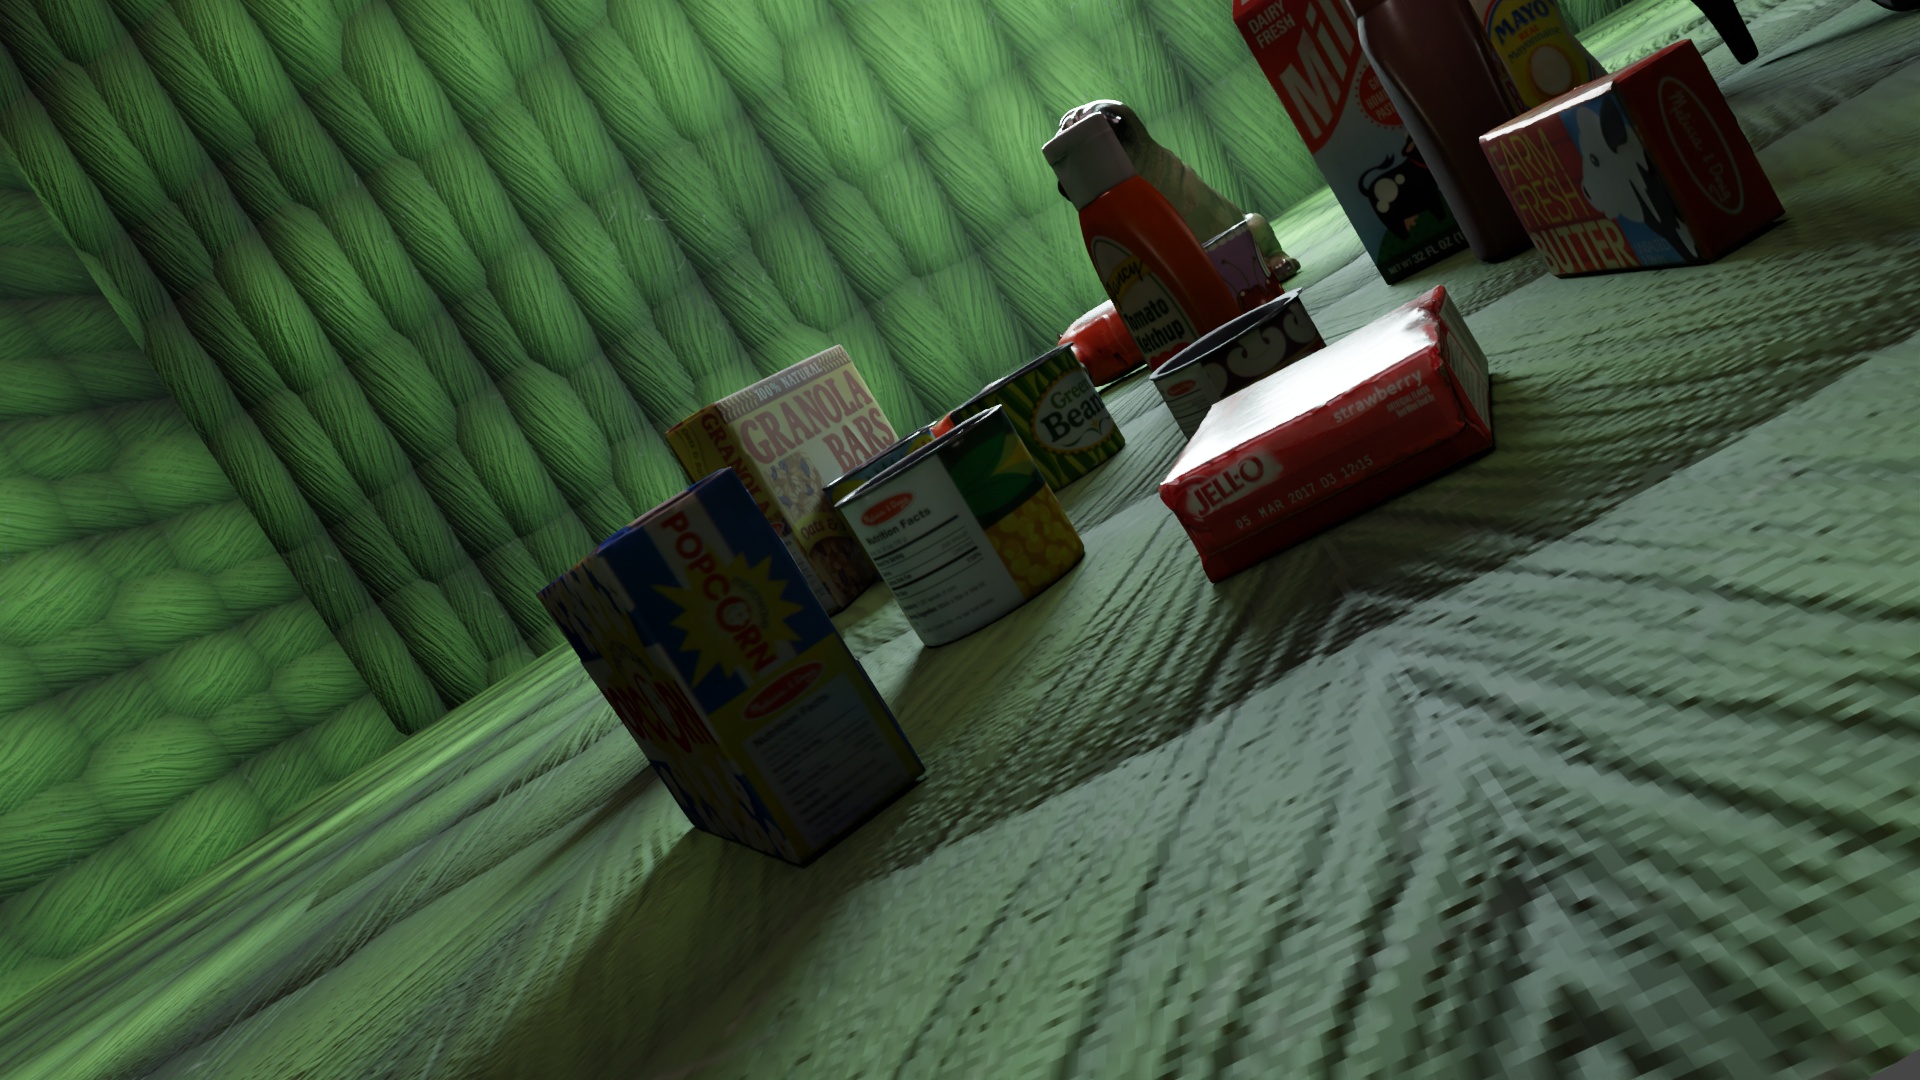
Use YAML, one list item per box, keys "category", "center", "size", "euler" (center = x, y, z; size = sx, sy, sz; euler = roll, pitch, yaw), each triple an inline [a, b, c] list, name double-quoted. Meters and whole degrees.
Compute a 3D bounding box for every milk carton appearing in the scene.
- category: "milk carton"
  center: [0.199, -0.228, 0.663]
  size: [0.072, 0.190, 0.074]
  euler: [-25, 9, 47]

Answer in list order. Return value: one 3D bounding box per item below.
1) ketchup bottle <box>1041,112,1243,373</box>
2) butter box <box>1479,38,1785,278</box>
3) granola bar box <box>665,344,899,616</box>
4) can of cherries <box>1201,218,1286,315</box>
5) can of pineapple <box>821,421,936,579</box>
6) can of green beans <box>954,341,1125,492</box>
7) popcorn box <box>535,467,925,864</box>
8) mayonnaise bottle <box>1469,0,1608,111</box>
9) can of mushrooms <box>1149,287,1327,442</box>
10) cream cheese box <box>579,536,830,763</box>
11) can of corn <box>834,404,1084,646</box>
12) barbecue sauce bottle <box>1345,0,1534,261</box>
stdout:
- category: "ketchup bottle"
  center: [0.096, -0.149, 0.723]
  size: [0.044, 0.148, 0.064]
  euler: [-34, 7, -26]
- category: "butter box"
  center: [0.186, -0.105, 0.397]
  size: [0.024, 0.053, 0.103]
  euler: [-31, 6, 6]
- category: "granola bar box"
  center: [-0.081, -0.034, 0.776]
  size: [0.039, 0.124, 0.166]
  euler: [-29, 7, 25]
- category: "can of cherries"
  center: [0.181, -0.177, 0.946]
  size: [0.071, 0.058, 0.071]
  euler: [-31, 6, 4]
- category: "can of pineapple"
  center: [-0.029, -0.021, 0.732]
  size: [0.071, 0.058, 0.071]
  euler: [-31, 6, 4]
- category: "can of green beans"
  center: [0.040, -0.057, 0.689]
  size: [0.071, 0.058, 0.071]
  euler: [-31, 6, 4]
- category: "popcorn box"
  center: [-0.067, 0.034, 0.365]
  size: [0.038, 0.085, 0.126]
  euler: [-34, 7, -23]
- category: "mayonnaise bottle"
  center: [0.298, -0.276, 0.754]
  size: [0.065, 0.148, 0.041]
  euler: [-31, 6, 3]
- category: "can of mushrooms"
  center: [0.113, -0.069, 0.549]
  size: [0.071, 0.033, 0.071]
  euler: [-31, 6, 4]
- category: "cream cheese box"
  center: [-0.108, 0.046, 0.608]
  size: [0.104, 0.053, 0.024]
  euler: [-36, 8, -36]
- category: "can of corn"
  center: [0.002, -0.006, 0.476]
  size: [0.071, 0.058, 0.071]
  euler: [-31, 6, 4]
- category: "barbecue sauce bottle"
  center: [0.193, -0.186, 0.555]
  size: [0.043, 0.148, 0.065]
  euler: [-29, 6, 22]
